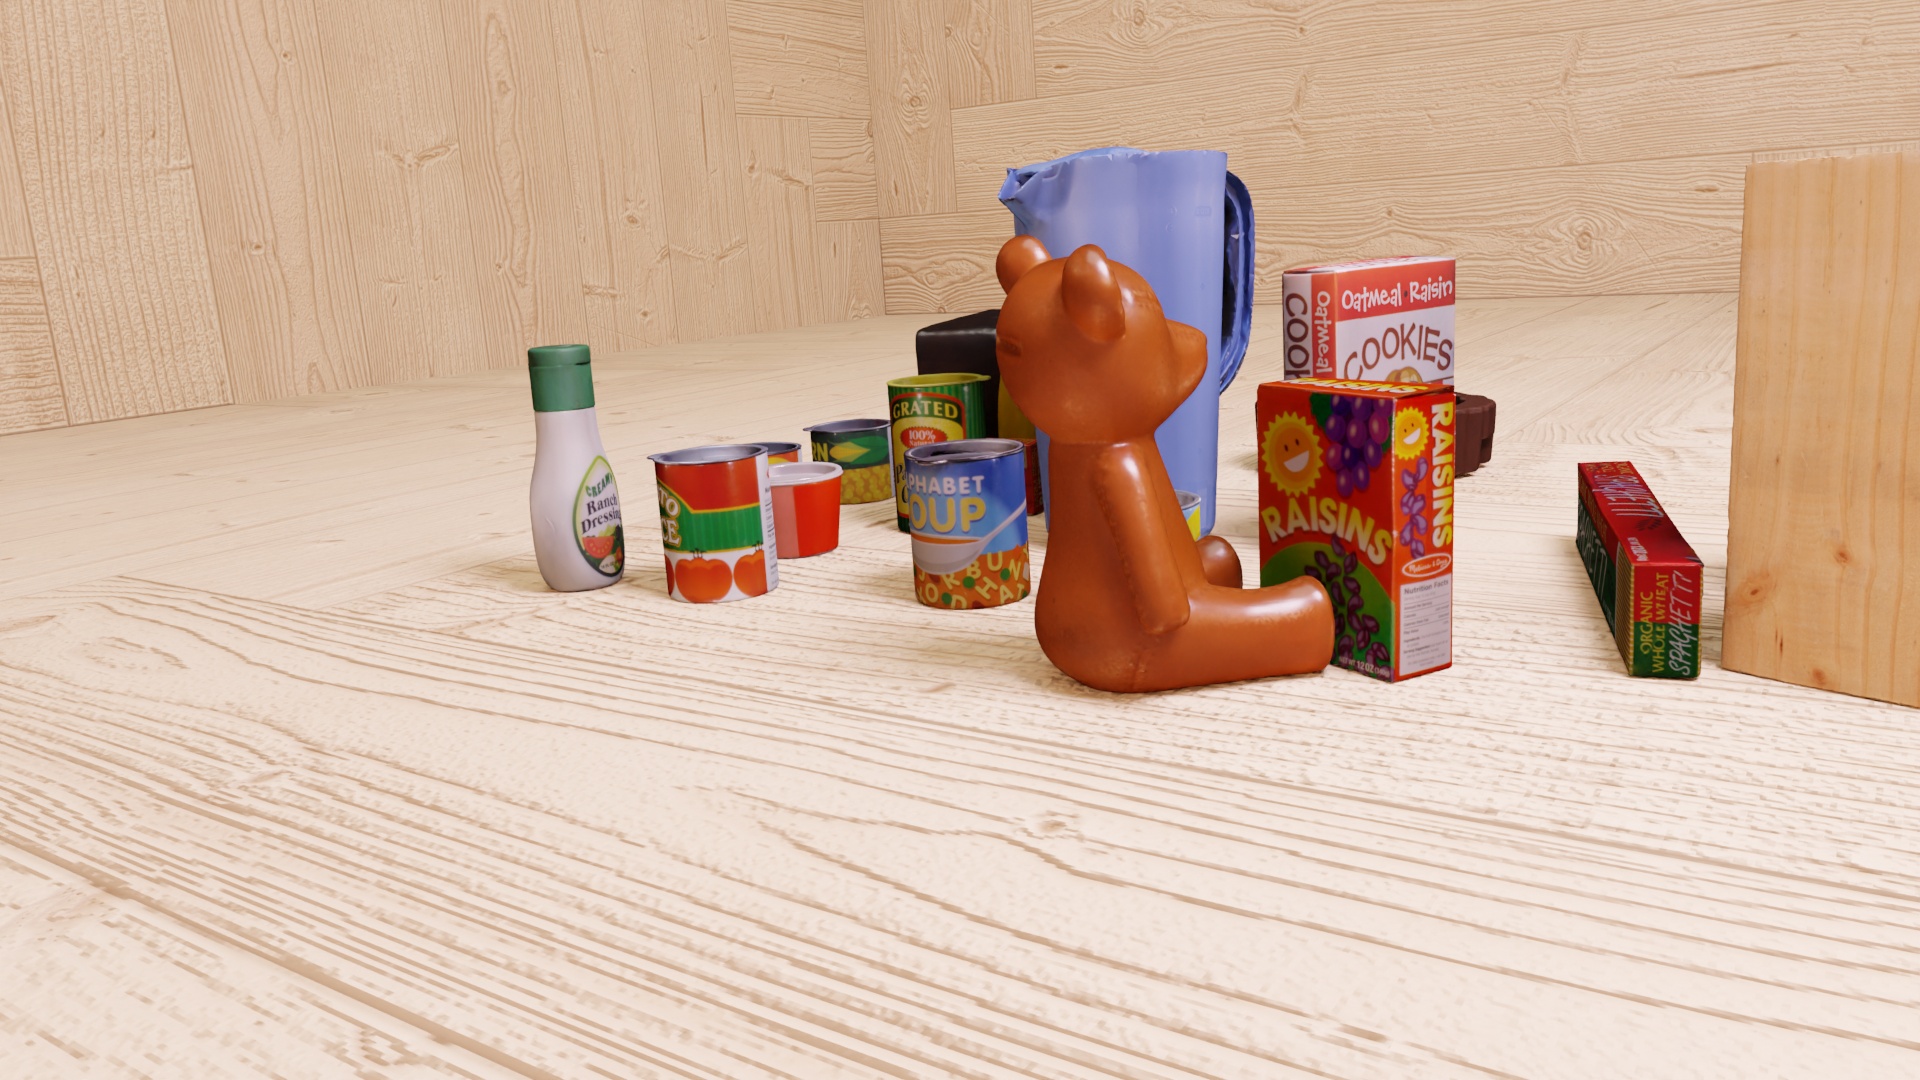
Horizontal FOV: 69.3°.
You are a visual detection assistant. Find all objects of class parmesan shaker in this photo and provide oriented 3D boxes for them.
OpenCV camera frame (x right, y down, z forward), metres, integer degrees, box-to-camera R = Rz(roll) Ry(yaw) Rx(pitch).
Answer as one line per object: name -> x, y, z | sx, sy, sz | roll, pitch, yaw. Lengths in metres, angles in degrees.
parmesan shaker -> -0.011, -0.060, 0.951 | 0.071, 0.102, 0.071 | -4, 12, 1

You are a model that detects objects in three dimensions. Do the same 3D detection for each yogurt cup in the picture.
yogurt cup -> -0.109, -0.020, 0.913 | 0.072, 0.053, 0.072 | -4, 12, 1

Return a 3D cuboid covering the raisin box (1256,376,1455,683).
raisin box -> 0.175, -0.009, 0.617 | 0.040, 0.123, 0.086 | -10, 14, -27

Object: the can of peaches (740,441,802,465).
can of peaches -> -0.147, -0.037, 0.995 | 0.071, 0.058, 0.071 | -4, 12, 1

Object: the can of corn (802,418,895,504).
can of corn -> -0.086, -0.062, 1.088 | 0.071, 0.058, 0.071 | -4, 12, 1

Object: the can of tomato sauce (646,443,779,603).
can of tomato sauce -> -0.145, -0.011, 0.816 | 0.071, 0.083, 0.071 | -4, 12, 1

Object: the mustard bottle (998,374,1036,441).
mustard bottle -> 0.059, -0.108, 1.018 | 0.065, 0.159, 0.049 | -9, 13, -24

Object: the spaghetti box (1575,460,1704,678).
spaghetti box -> 0.326, 0.005, 0.678 | 0.028, 0.050, 0.251 | 0, 13, 19

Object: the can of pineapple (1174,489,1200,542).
can of pineapple -> 0.092, 0.007, 0.723 | 0.071, 0.057, 0.071 | -4, 12, 1

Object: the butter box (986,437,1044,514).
butter box -> 0.013, -0.048, 1.007 | 0.103, 0.053, 0.024 | 4, 14, 33

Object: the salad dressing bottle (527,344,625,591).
salad dressing bottle -> -0.237, -0.045, 0.847 | 0.044, 0.147, 0.064 | 1, 13, 20

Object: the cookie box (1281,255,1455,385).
cookie box -> 0.242, -0.080, 0.820 | 0.123, 0.167, 0.040 | -14, 15, -39

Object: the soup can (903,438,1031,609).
soup can -> 0.003, -0.010, 0.765 | 0.071, 0.083, 0.071 | -4, 12, 1
